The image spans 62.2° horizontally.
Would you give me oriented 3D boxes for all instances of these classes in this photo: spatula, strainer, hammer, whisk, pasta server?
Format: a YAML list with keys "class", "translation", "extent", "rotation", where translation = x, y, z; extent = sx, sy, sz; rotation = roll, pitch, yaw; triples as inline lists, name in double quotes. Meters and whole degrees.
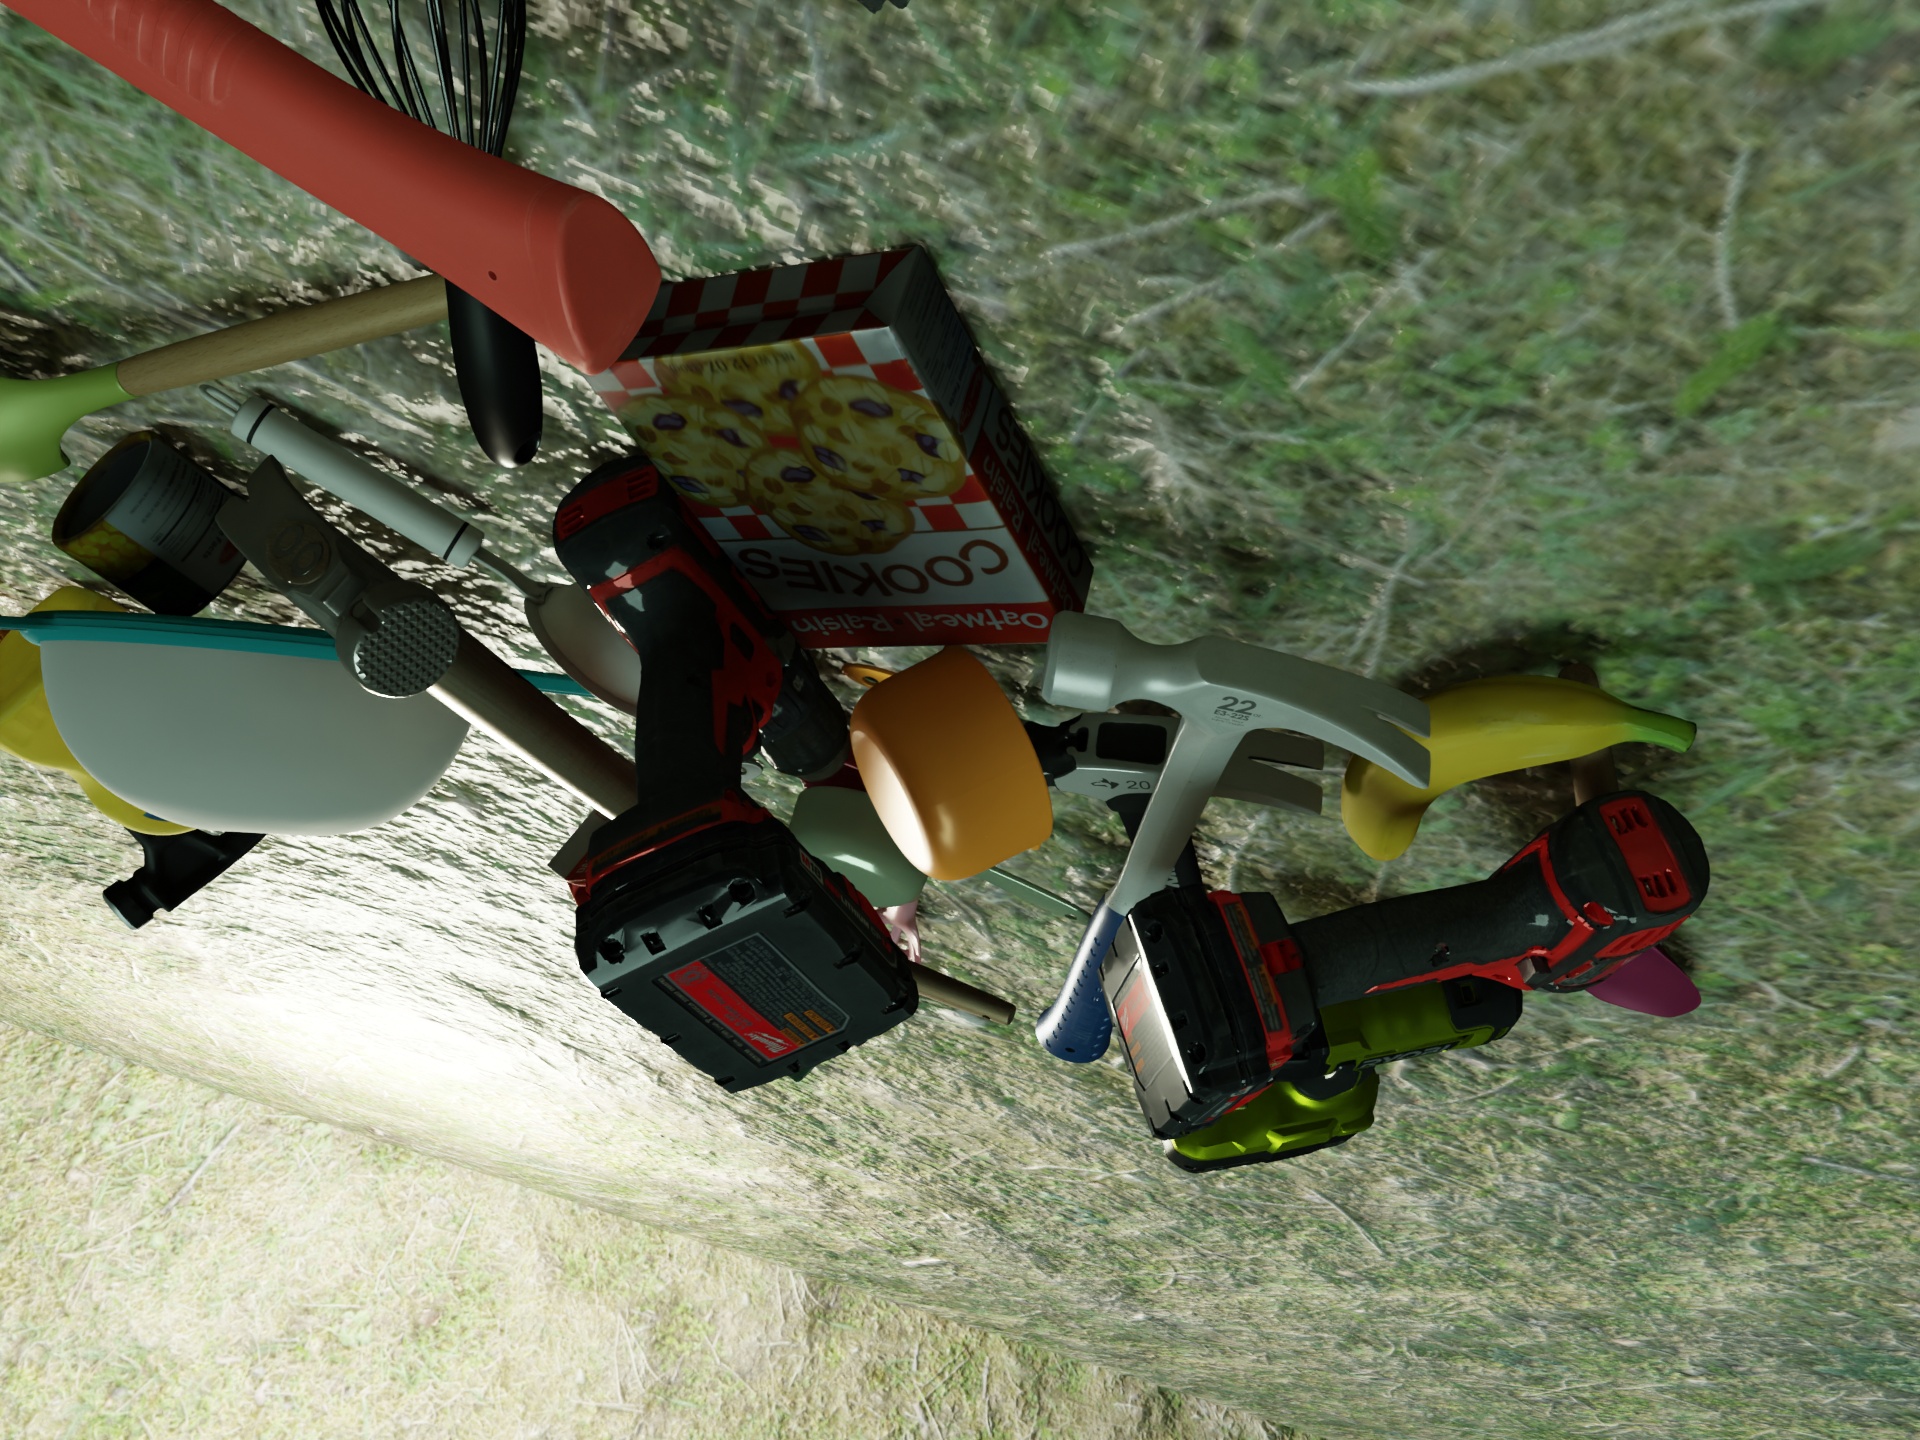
- class: "spatula"
  translation: [-0.111, 0.124, 0.977]
  extent: [0.316, 0.018, 0.059]
  rotation: [19, 152, 19]
- class: "strainer"
  translation: [-0.206, -0.072, 0.685]
  extent: [0.258, 0.087, 0.050]
  rotation: [32, 111, -15]
- class: "hammer"
  translation: [-0.242, -0.192, 0.413]
  extent: [0.359, 0.037, 0.149]
  rotation: [32, 150, -2]
- class: "hammer"
  translation: [0.116, 0.089, 0.814]
  extent: [0.146, 0.035, 0.334]
  rotation: [1, 151, 16]
- class: "whisk"
  translation: [-0.151, -0.154, 0.484]
  extent: [0.055, 0.055, 0.238]
  rotation: [15, 149, 1]
- class: "hammer"
  translation: [-0.535, -0.011, 0.942]
  extent: [0.034, 0.127, 0.336]
  rotation: [33, 155, 36]
- class: "hammer"
  translation: [-0.149, 0.031, 0.709]
  extent: [0.146, 0.038, 0.410]
  rotation: [35, 172, 38]
- class: "strainer"
  translation: [-0.268, 0.013, 0.764]
  extent: [0.340, 0.095, 0.211]
  rotation: [6, 177, -5]
- class: "hammer"
  translation: [0.086, 0.080, 0.725]
  extent: [0.144, 0.035, 0.405]
  rotation: [11, 150, 1]
- class: "pasta server"
  translation: [-0.030, 0.095, 0.909]
  extent: [0.060, 0.040, 0.316]
  rotation: [28, 152, 5]

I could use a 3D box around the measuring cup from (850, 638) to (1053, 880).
- class: "measuring cup"
  translation: [-0.023, 0.016, 0.672]
  extent: [0.174, 0.052, 0.095]
  rotation: [13, 128, 67]

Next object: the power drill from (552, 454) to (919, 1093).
- class: "power drill"
  translation: [-0.083, 0.025, 0.621]
  extent: [0.080, 0.227, 0.187]
  rotation: [-25, 139, 9]

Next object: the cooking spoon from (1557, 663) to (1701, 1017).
- class: "cooking spoon"
  translation: [0.289, 0.066, 0.705]
  extent: [0.069, 0.017, 0.318]
  rotation: [12, 155, 33]

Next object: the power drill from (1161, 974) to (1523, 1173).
- class: "power drill"
  translation: [0.181, 0.182, 0.868]
  extent: [0.171, 0.080, 0.223]
  rotation: [-9, 155, -11]

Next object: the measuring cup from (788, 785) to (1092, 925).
- class: "measuring cup"
  translation: [-0.010, 0.084, 0.804]
  extent: [0.167, 0.038, 0.083]
  rotation: [24, 155, -7]

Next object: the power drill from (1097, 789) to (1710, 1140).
- class: "power drill"
  translation: [0.175, 0.097, 0.645]
  extent: [0.219, 0.079, 0.143]
  rotation: [-14, 158, -9]

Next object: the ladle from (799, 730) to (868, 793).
- class: "ladle"
  translation: [-0.087, 0.067, 0.900]
  extent: [0.069, 0.031, 0.315]
  rotation: [22, 154, -6]

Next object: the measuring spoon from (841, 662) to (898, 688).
- class: "measuring spoon"
  translation: [-0.001, -0.002, 0.740]
  extent: [0.117, 0.011, 0.021]
  rotation: [20, 152, -8]

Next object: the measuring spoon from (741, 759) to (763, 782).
- class: "measuring spoon"
  translation: [-0.160, 0.029, 0.887]
  extent: [0.124, 0.018, 0.034]
  rotation: [-8, 139, 27]

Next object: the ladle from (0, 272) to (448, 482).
- class: "ladle"
  translation: [-0.295, -0.145, 0.614]
  extent: [0.320, 0.062, 0.078]
  rotation: [-6, 137, 24]
